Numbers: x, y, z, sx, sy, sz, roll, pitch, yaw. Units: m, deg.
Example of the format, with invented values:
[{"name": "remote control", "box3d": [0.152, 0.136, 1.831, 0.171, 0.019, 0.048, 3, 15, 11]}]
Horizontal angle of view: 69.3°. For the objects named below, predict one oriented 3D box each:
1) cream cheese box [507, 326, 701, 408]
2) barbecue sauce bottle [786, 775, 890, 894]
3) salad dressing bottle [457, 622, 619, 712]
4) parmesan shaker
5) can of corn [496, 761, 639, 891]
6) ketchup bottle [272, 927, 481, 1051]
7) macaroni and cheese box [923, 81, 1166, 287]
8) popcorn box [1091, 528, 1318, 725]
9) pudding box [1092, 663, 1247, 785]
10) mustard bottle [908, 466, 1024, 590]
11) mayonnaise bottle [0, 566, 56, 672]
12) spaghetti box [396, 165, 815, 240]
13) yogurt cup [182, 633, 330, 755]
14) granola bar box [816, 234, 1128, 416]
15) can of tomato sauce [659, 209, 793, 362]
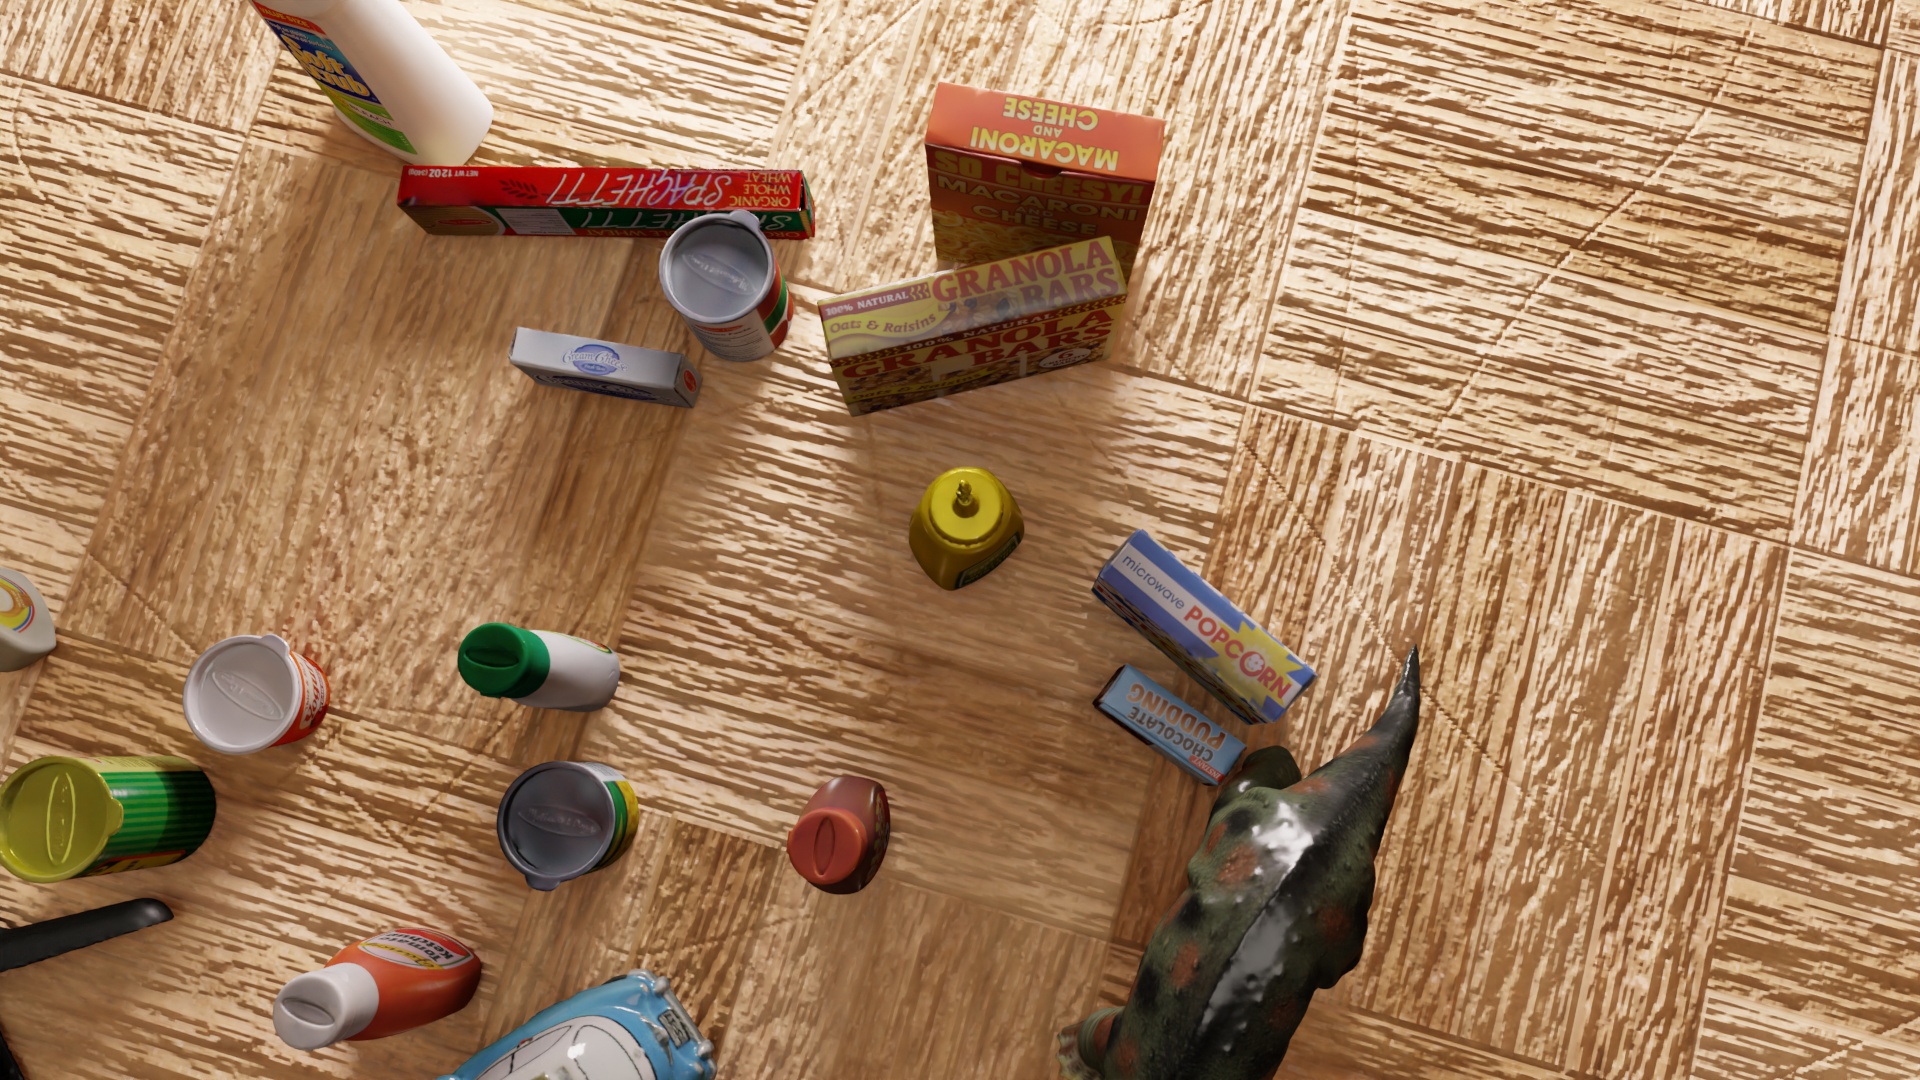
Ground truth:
[{"name": "cream cheese box", "box3d": [-0.214, -0.104, 0.842, 0.104, 0.053, 0.024, 10, 81, 3]}, {"name": "barbecue sauce bottle", "box3d": [-0.065, 0.160, 0.747, 0.044, 0.148, 0.065, 6, 81, 3]}, {"name": "salad dressing bottle", "box3d": [-0.232, 0.070, 0.766, 0.064, 0.147, 0.044, 9, 82, 3]}, {"name": "parmesan shaker", "box3d": [-0.475, 0.154, 0.780, 0.071, 0.103, 0.071, 0, 81, 1]}, {"name": "can of corn", "box3d": [-0.224, 0.162, 0.796, 0.071, 0.058, 0.071, 0, 81, 1]}, {"name": "ketchup bottle", "box3d": [-0.311, 0.239, 0.739, 0.065, 0.148, 0.043, 18, 82, 4]}, {"name": "macaroni and cheese box", "box3d": [0.046, -0.196, 0.795, 0.124, 0.166, 0.040, 11, 82, 3]}, {"name": "popcorn box", "box3d": [0.135, 0.051, 0.792, 0.127, 0.085, 0.038, 40, 84, 7]}, {"name": "pudding box", "box3d": [0.119, 0.107, 0.801, 0.084, 0.049, 0.030, 34, 83, 6]}, {"name": "mustard bottle", "box3d": [0.003, -0.010, 0.768, 0.065, 0.160, 0.049, -37, 82, -4]}, {"name": "mayonnaise bottle", "box3d": [-0.579, 0.039, 0.779, 0.041, 0.148, 0.065, -31, 82, -3]}, {"name": "spaghetti box", "box3d": [-0.216, -0.209, 0.862, 0.250, 0.050, 0.029, 1, 81, 1]}, {"name": "yogurt cup", "box3d": [-0.408, 0.091, 0.814, 0.072, 0.054, 0.072, 0, 81, 1]}, {"name": "granola bar box", "box3d": [0.007, -0.122, 0.805, 0.166, 0.124, 0.039, -13, 81, -1]}, {"name": "can of tomato sauce", "box3d": [-0.138, -0.151, 0.834, 0.071, 0.083, 0.071, 0, 81, 1]}]
